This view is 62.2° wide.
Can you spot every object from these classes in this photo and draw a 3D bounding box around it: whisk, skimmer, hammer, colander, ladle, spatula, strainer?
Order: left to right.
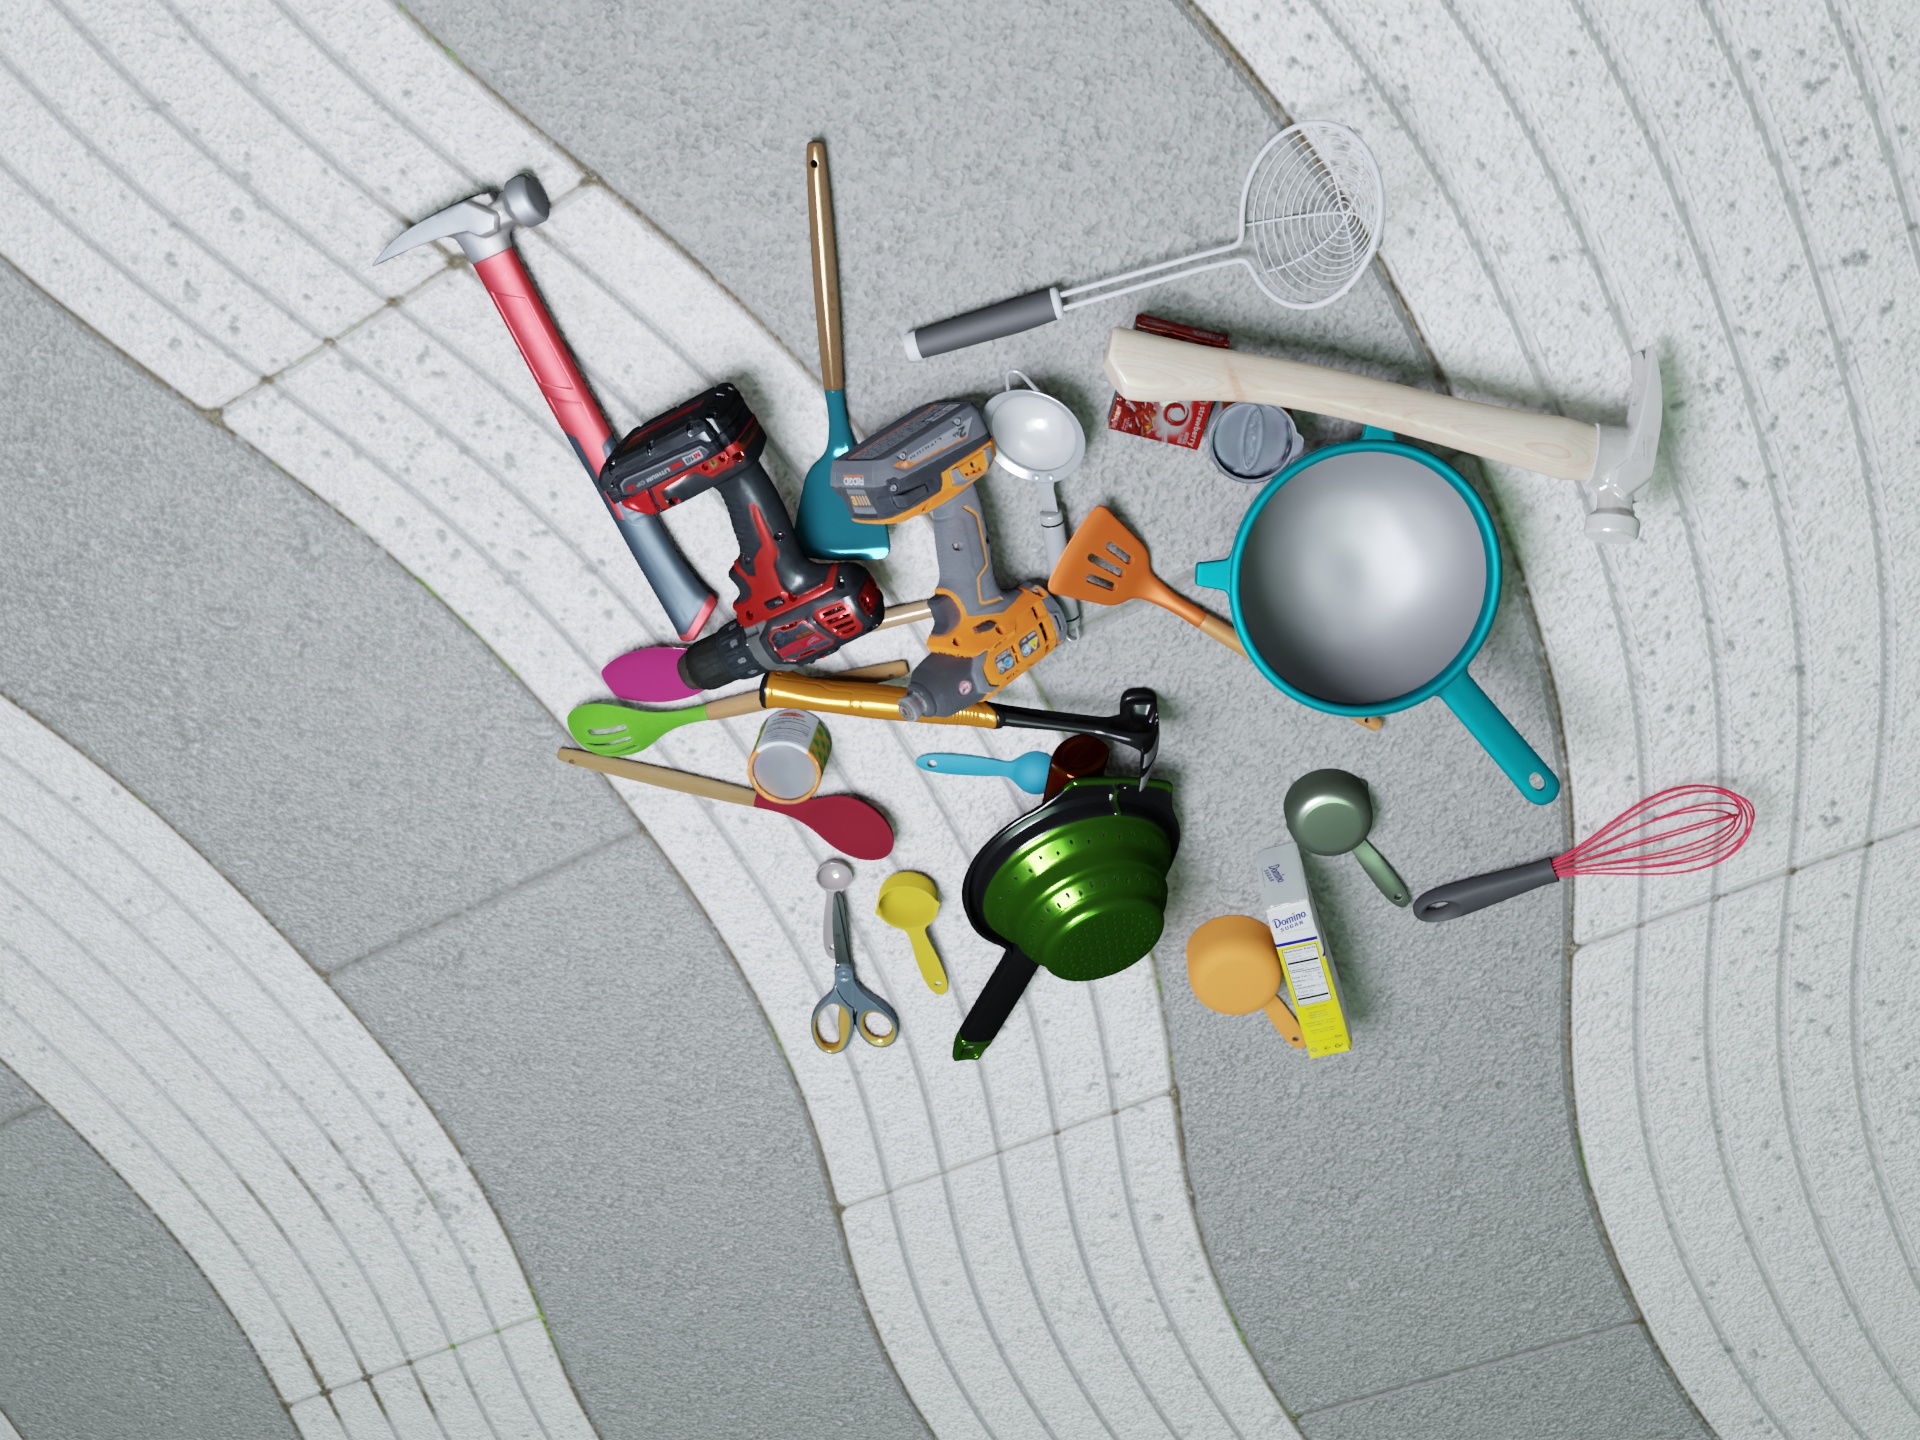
[{"bbox_3d":[-0.313,-0.228,1.278,0.143,0.038,0.386,-17,116,16],"label":"hammer"},{"bbox_3d":[-0.211,0.067,1.442,0.315,0.031,0.069,14,128,0],"label":"ladle"},{"bbox_3d":[-0.100,-0.278,1.226,0.082,0.044,0.317,3,119,10],"label":"spatula"},{"bbox_3d":[-0.002,-0.004,1.327,0.337,0.127,0.034,7,118,3],"label":"hammer"},{"bbox_3d":[0.071,-0.171,1.274,0.087,0.050,0.258,5,128,25],"label":"strainer"},{"bbox_3d":[0.083,0.217,1.429,0.204,0.095,0.396,2,134,-27],"label":"colander"},{"bbox_3d":[0.123,-0.326,1.153,0.363,0.090,0.127,-13,90,14],"label":"skimmer"},{"bbox_3d":[0.221,-0.069,1.316,0.322,0.041,0.081,29,101,-13],"label":"spatula"},{"bbox_3d":[0.310,-0.240,1.165,0.410,0.038,0.146,11,86,-4],"label":"hammer"},{"bbox_3d":[0.347,-0.067,1.254,0.211,0.095,0.340,-42,100,3],"label":"strainer"},{"bbox_3d":[0.538,0.123,1.390,0.296,0.073,0.073,-23,115,24],"label":"whisk"}]

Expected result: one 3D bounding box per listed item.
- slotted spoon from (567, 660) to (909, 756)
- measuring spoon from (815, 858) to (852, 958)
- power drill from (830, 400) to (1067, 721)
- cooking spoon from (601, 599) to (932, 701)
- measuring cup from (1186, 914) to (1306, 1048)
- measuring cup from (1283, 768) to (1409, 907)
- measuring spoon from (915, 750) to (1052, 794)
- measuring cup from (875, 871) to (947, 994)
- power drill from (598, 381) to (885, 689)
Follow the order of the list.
[{"bbox_3d":[-0.197,-0.014,1.392,0.314,0.031,0.070,-12,139,9],"label":"slotted spoon"},{"bbox_3d":[-0.120,0.177,1.505,0.034,0.018,0.124,1,126,-3],"label":"measuring spoon"},{"bbox_3d":[-0.015,-0.117,1.248,0.084,0.164,0.226,11,131,50],"label":"power drill"},{"bbox_3d":[-0.157,-0.065,1.365,0.319,0.017,0.068,-12,137,11],"label":"cooking spoon"},{"bbox_3d":[0.279,0.262,1.490,0.095,0.052,0.173,-31,110,20],"label":"measuring cup"},{"bbox_3d":[0.352,0.116,1.409,0.083,0.038,0.167,-34,109,21],"label":"measuring cup"},{"bbox_3d":[0.024,0.046,1.409,0.128,0.021,0.042,5,120,0],"label":"measuring spoon"},{"bbox_3d":[-0.037,0.202,1.508,0.062,0.029,0.156,-9,130,10],"label":"measuring cup"},{"bbox_3d":[-0.189,-0.130,1.259,0.188,0.080,0.226,-21,118,23],"label":"power drill"}]
